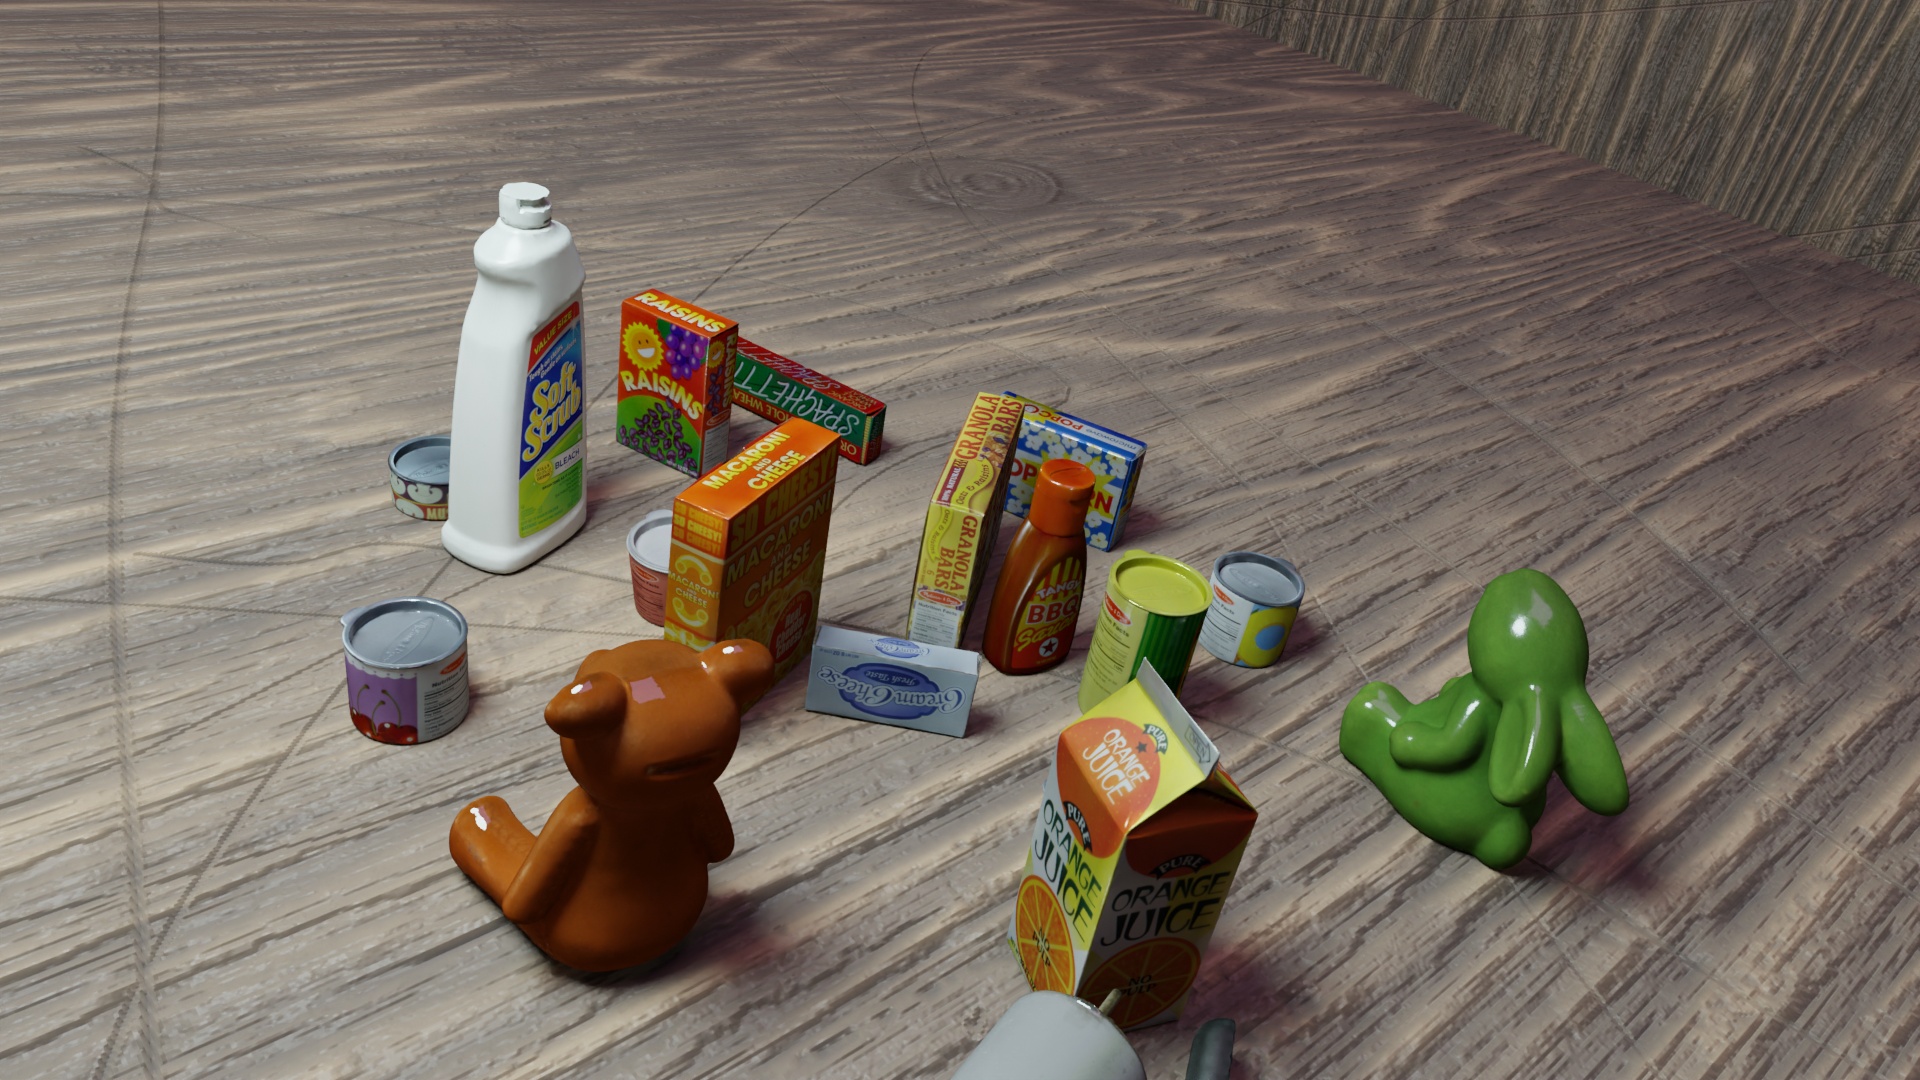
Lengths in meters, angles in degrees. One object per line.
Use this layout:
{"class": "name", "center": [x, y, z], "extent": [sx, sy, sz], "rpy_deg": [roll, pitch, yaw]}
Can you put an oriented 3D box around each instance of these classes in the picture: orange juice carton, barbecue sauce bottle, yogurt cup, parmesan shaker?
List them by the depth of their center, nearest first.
{"class": "orange juice carton", "center": [0.084, 0.152, 0.677], "extent": [0.073, 0.191, 0.072], "rpy_deg": [-4, 35, -22]}
{"class": "parmesan shaker", "center": [0.117, 0.067, 0.899], "extent": [0.071, 0.102, 0.072], "rpy_deg": [8, 33, -5]}
{"class": "barbecue sauce bottle", "center": [0.056, 0.018, 0.915], "extent": [0.065, 0.147, 0.044], "rpy_deg": [-13, 39, -32]}
{"class": "yogurt cup", "center": [-0.188, 0.022, 0.923], "extent": [0.072, 0.053, 0.073], "rpy_deg": [8, 33, -5]}

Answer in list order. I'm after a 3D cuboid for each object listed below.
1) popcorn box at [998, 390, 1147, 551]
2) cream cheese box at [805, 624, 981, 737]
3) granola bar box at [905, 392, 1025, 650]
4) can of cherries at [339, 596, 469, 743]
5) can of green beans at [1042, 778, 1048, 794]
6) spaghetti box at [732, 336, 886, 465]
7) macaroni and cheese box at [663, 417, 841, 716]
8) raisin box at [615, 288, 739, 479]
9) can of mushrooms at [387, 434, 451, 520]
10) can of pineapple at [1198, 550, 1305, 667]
{"class": "popcorn box", "center": [0.075, -0.055, 1.091], "extent": [0.127, 0.084, 0.038], "rpy_deg": [23, 34, 17]}
{"class": "cream cheese box", "center": [-0.042, 0.088, 0.866], "extent": [0.104, 0.053, 0.024], "rpy_deg": [10, 32, -2]}
{"class": "granola bar box", "center": [0.003, -0.012, 0.968], "extent": [0.039, 0.123, 0.166], "rpy_deg": [14, 33, 5]}
{"class": "can of cherries", "center": [-0.320, 0.074, 0.800], "extent": [0.071, 0.058, 0.072], "rpy_deg": [8, 33, -5]}
{"class": "can of green beans", "center": [0.078, 0.163, 0.784], "extent": [0.071, 0.057, 0.071], "rpy_deg": [8, 33, -5]}
{"class": "spaghetti box", "center": [-0.170, -0.135, 1.172], "extent": [0.250, 0.050, 0.029], "rpy_deg": [26, 36, 22]}
{"class": "macaroni and cheese box", "center": [-0.127, 0.024, 0.834], "extent": [0.040, 0.165, 0.124], "rpy_deg": [22, 34, 17]}
{"class": "raisin box", "center": [-0.218, -0.121, 1.068], "extent": [0.086, 0.122, 0.040], "rpy_deg": [25, 35, 20]}
{"class": "can of mushrooms", "center": [-0.369, -0.044, 0.988], "extent": [0.071, 0.033, 0.071], "rpy_deg": [8, 33, -5]}
{"class": "can of pineapple", "center": [0.208, 0.049, 0.996], "extent": [0.071, 0.057, 0.071], "rpy_deg": [8, 33, -5]}
